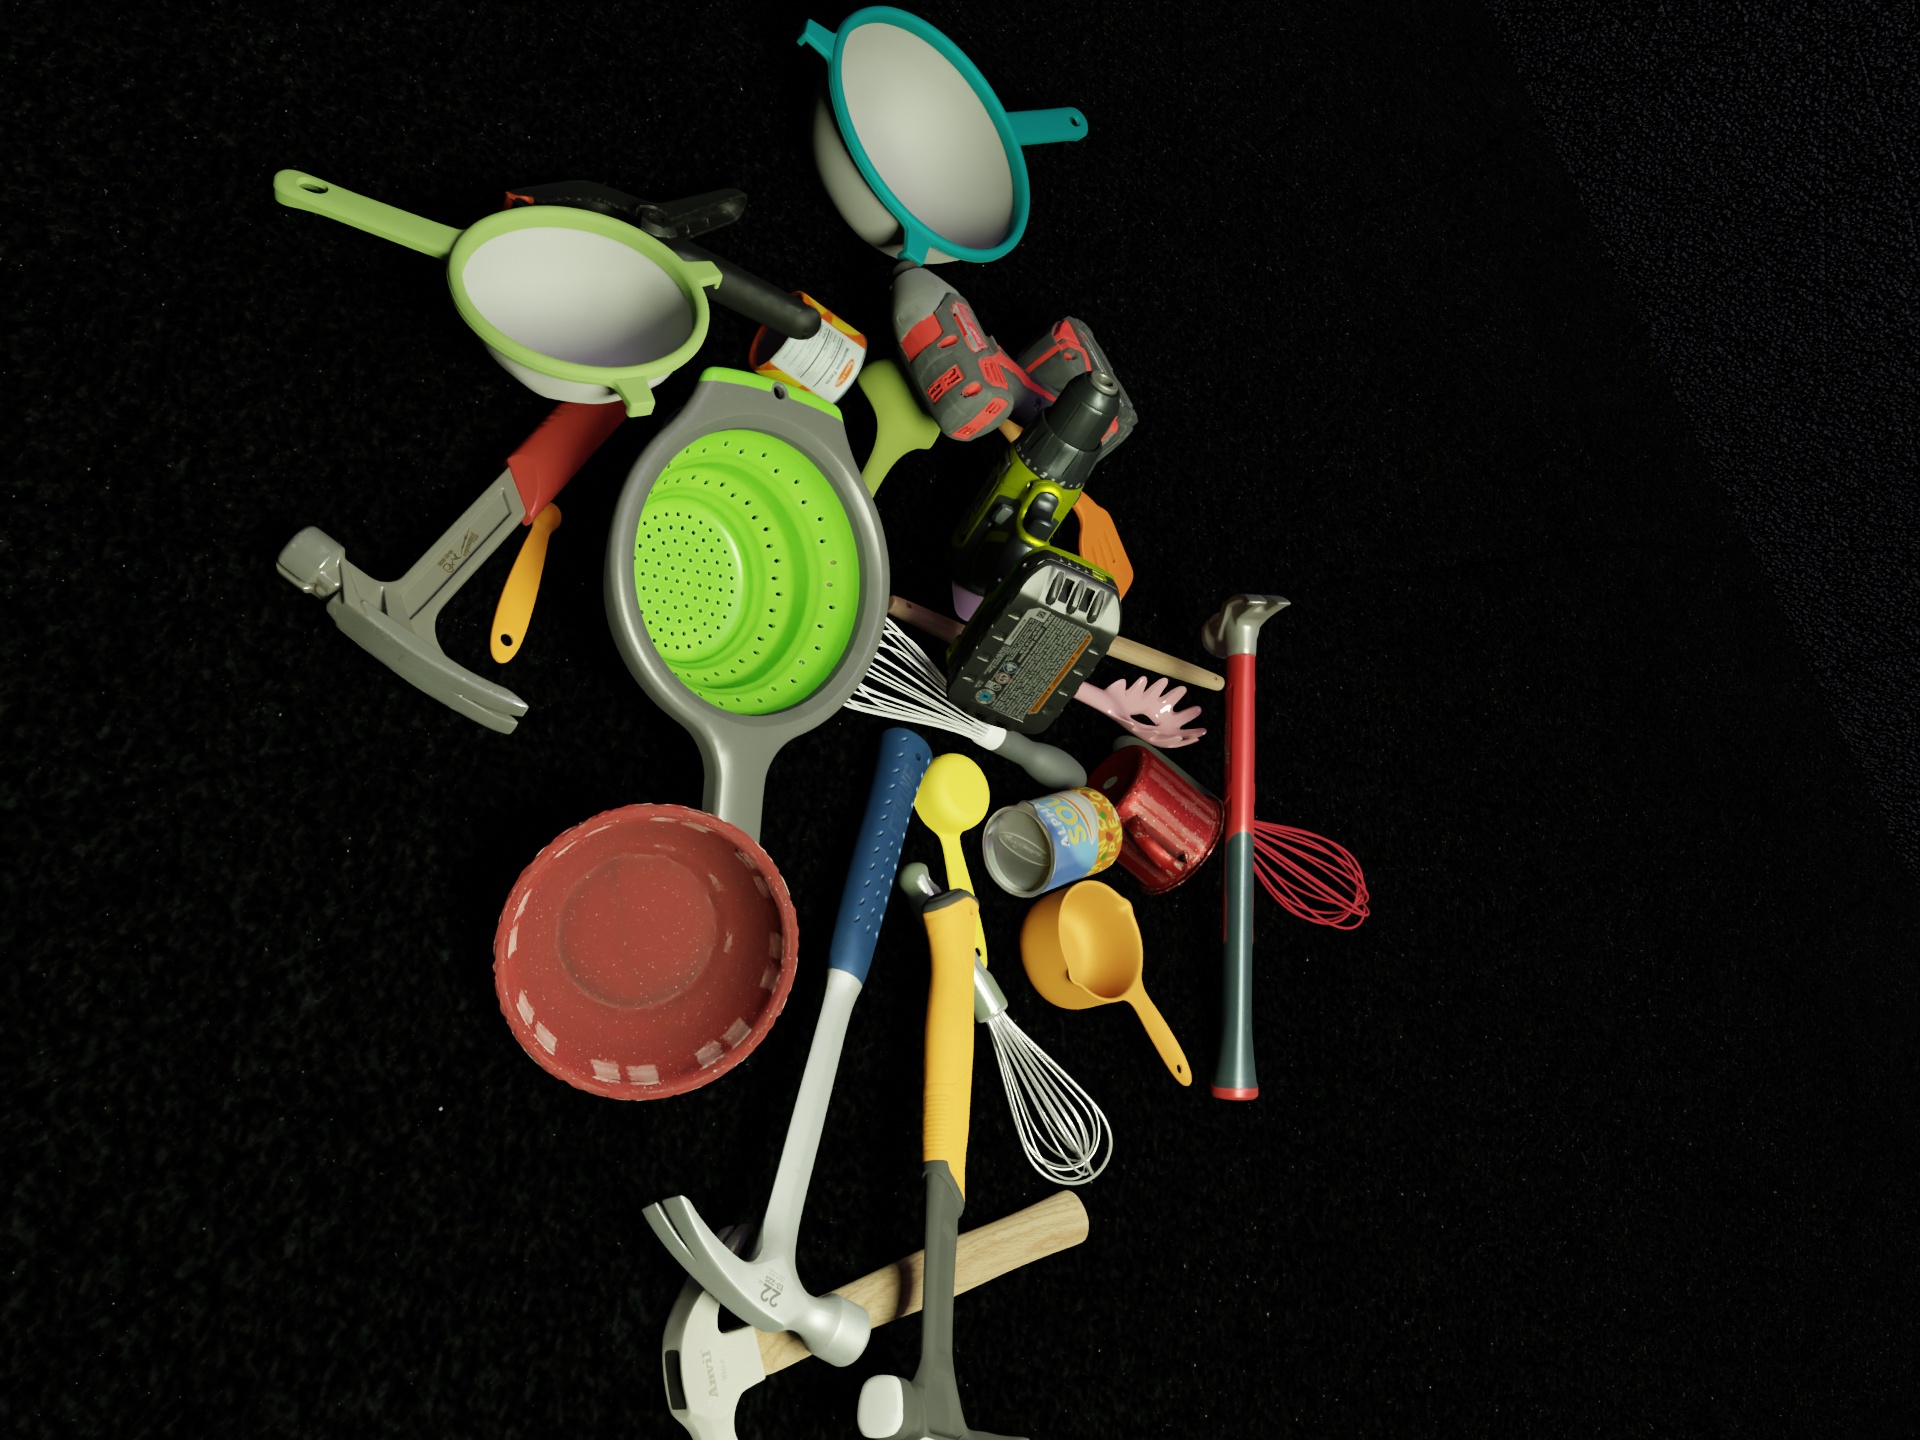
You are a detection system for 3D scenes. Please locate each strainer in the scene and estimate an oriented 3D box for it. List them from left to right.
[{"bbox_3d":[-0.279,-0.250,0.940,0.256,0.069,0.152,20,48,-6],"label":"strainer"},{"bbox_3d":[-0.013,-0.464,1.306,0.340,0.095,0.211,-31,97,-50],"label":"strainer"}]

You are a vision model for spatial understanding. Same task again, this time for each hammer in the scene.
[{"bbox_3d":[-0.240,-0.153,0.959,0.149,0.036,0.359,37,46,-11],"label":"hammer"},{"bbox_3d":[-0.077,0.163,0.963,0.144,0.035,0.406,39,42,-27],"label":"hammer"},{"bbox_3d":[-0.037,0.339,0.956,0.331,0.031,0.130,-4,75,-47],"label":"hammer"},{"bbox_3d":[-0.005,0.262,0.966,0.127,0.034,0.337,38,43,-45],"label":"hammer"},{"bbox_3d":[0.218,0.097,1.227,0.038,0.143,0.386,2,83,-5],"label":"hammer"}]

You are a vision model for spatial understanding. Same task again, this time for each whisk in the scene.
[{"bbox_3d":[-0.003,-0.003,1.135,0.284,0.070,0.070,29,53,-40],"label":"whisk"},{"bbox_3d":[0.026,0.203,1.073,0.246,0.059,0.058,60,2,0],"label":"whisk"},{"bbox_3d":[0.237,0.093,1.332,0.295,0.073,0.073,33,51,-22],"label":"whisk"}]

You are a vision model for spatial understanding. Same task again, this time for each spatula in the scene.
[{"bbox_3d":[0.044,-0.226,1.307,0.322,0.041,0.081,50,45,-11],"label":"spatula"},{"bbox_3d":[0.111,-0.068,1.304,0.315,0.018,0.060,17,58,-39],"label":"spatula"}]

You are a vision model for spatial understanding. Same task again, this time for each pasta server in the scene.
[{"bbox_3d":[0.071,-0.040,1.236,0.316,0.040,0.060,22,45,-36],"label":"pasta server"}]

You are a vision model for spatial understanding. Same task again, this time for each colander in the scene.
[{"bbox_3d":[-0.155,-0.007,0.969,0.204,0.094,0.397,9,84,-44],"label":"colander"}]

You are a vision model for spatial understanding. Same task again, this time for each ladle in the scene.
[{"bbox_3d":[-0.086,-0.139,1.129,0.078,0.062,0.320,40,55,-27],"label":"ladle"}]

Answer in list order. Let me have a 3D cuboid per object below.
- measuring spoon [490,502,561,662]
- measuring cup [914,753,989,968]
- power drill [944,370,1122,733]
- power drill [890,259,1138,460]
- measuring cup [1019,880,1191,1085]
[{"bbox_3d":[-0.257,-0.084,0.943,0.021,0.011,0.117,31,52,-32],"label":"measuring spoon"},{"bbox_3d":[0.005,0.097,1.110,0.062,0.029,0.157,3,68,-44],"label":"measuring cup"},{"bbox_3d":[0.054,-0.121,1.101,0.080,0.190,0.229,23,38,-18],"label":"power drill"},{"bbox_3d":[0.032,-0.269,1.210,0.219,0.078,0.143,3,56,-55],"label":"power drill"},{"bbox_3d":[0.106,0.198,1.152,0.173,0.052,0.095,58,42,-11],"label":"measuring cup"}]
